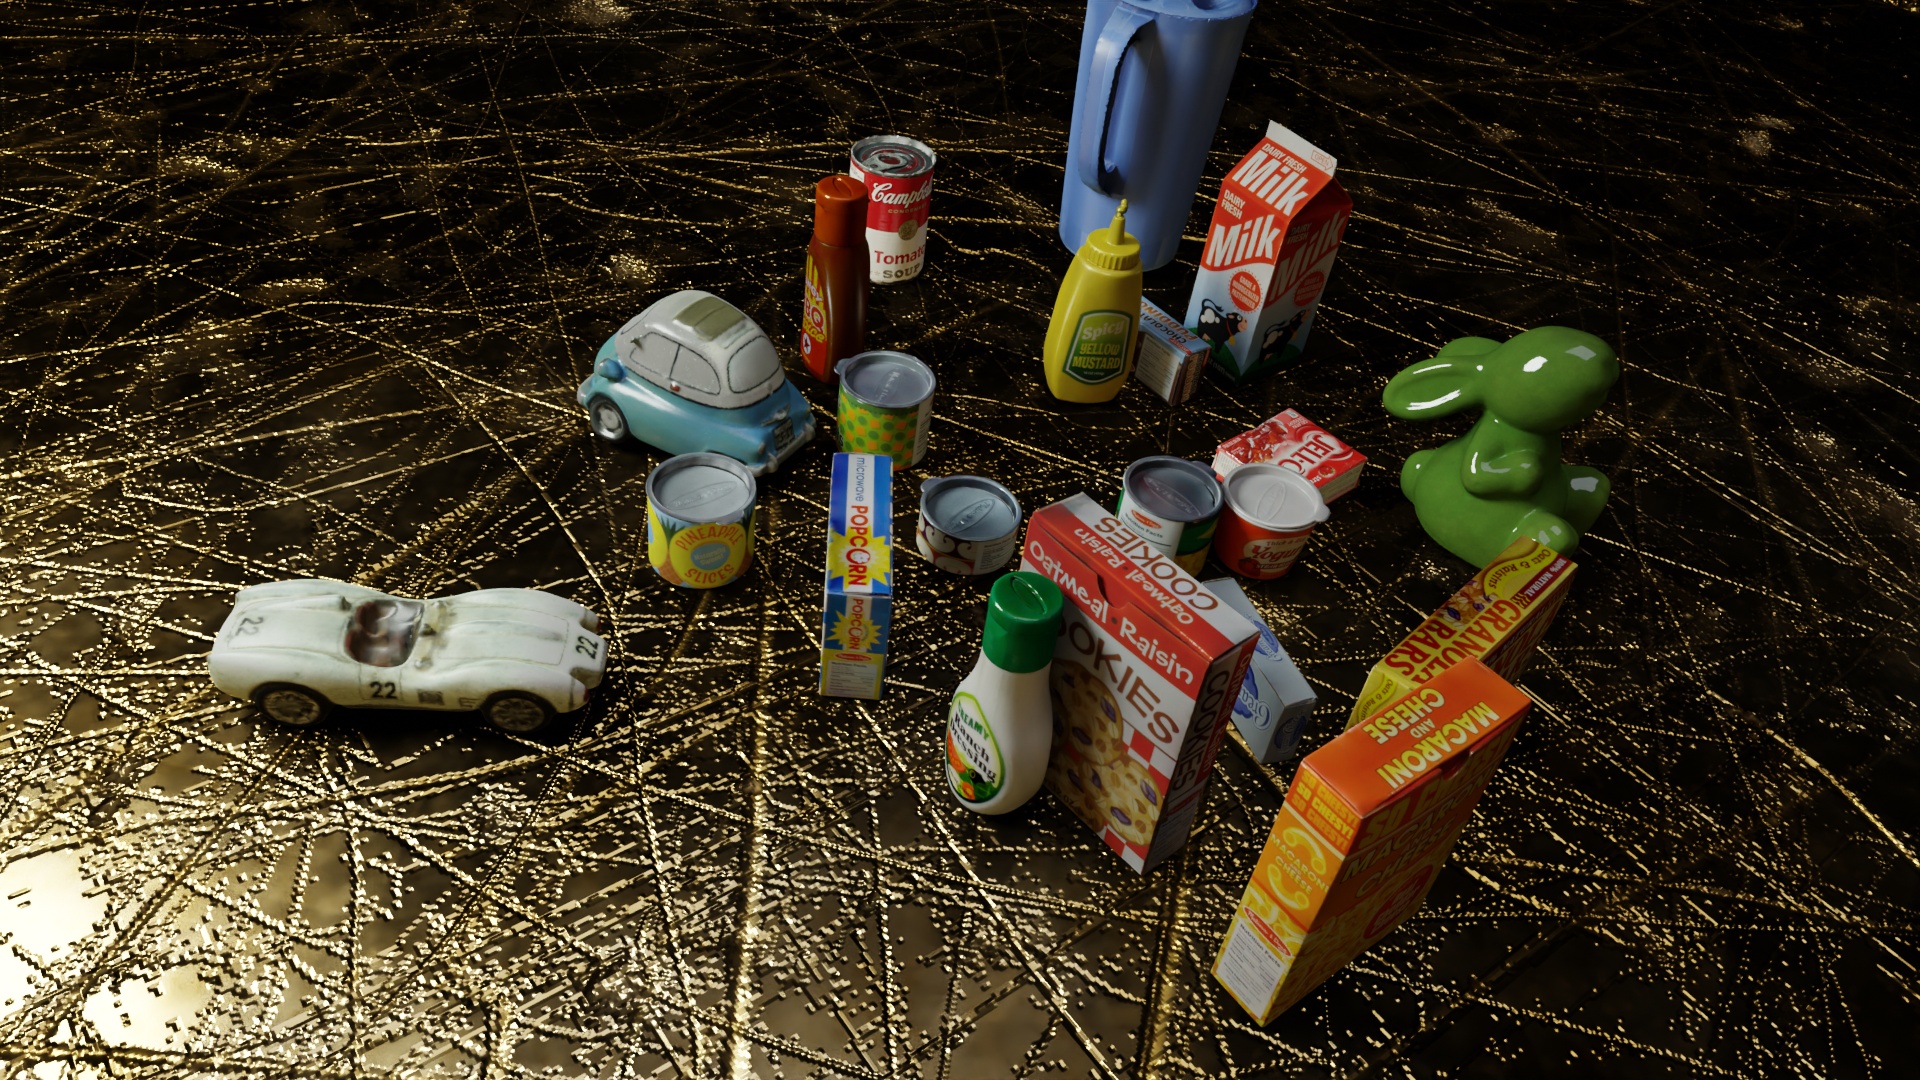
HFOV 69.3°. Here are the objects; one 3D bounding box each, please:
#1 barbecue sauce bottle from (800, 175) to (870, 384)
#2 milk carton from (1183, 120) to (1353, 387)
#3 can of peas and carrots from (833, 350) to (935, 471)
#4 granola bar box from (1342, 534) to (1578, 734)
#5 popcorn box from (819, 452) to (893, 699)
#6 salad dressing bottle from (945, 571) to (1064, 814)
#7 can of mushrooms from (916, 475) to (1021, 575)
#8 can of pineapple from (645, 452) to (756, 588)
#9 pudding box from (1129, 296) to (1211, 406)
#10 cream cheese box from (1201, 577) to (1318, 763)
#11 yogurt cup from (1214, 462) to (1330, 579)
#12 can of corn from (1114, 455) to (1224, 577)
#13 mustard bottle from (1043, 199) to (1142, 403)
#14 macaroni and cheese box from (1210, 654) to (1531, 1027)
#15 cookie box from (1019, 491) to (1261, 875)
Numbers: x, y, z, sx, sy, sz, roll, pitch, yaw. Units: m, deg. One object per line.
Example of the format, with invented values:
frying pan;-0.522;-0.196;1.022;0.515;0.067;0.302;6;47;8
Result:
barbecue sauce bottle;-0.089;-0.189;1.005;0.044;0.147;0.065;-11;45;-22
milk carton;0.238;-0.221;1.070;0.074;0.189;0.072;-21;49;-30
can of peas and carrots;-0.055;-0.090;0.967;0.071;0.058;0.071;5;41;-4
granola bar box;0.271;0.084;0.778;0.039;0.123;0.166;36;48;28
popcorn box;-0.061;0.019;0.821;0.038;0.084;0.127;4;41;-6
salad dressing bottle;0.024;0.080;0.719;0.044;0.146;0.064;-17;47;-27
can of mushrooms;0.003;-0.011;0.907;0.071;0.033;0.071;5;41;-4
can of pineapple;-0.160;-0.011;0.858;0.071;0.057;0.071;5;41;-4
pudding box;0.151;-0.149;1.078;0.030;0.049;0.084;-23;50;-31
cream cheese box;0.170;0.076;0.822;0.024;0.053;0.104;-8;44;-19
yogurt cup;0.202;-0.011;0.927;0.072;0.053;0.073;5;41;-4
can of corn;0.136;-0.014;0.915;0.071;0.058;0.071;5;41;-4
mustard bottle;0.102;-0.175;1.015;0.065;0.159;0.049;-1;42;-11
macaroni and cheese box;0.194;0.145;0.662;0.124;0.165;0.040;-23;50;-31
cookie box;0.077;0.076;0.719;0.040;0.166;0.123;-26;52;-34
